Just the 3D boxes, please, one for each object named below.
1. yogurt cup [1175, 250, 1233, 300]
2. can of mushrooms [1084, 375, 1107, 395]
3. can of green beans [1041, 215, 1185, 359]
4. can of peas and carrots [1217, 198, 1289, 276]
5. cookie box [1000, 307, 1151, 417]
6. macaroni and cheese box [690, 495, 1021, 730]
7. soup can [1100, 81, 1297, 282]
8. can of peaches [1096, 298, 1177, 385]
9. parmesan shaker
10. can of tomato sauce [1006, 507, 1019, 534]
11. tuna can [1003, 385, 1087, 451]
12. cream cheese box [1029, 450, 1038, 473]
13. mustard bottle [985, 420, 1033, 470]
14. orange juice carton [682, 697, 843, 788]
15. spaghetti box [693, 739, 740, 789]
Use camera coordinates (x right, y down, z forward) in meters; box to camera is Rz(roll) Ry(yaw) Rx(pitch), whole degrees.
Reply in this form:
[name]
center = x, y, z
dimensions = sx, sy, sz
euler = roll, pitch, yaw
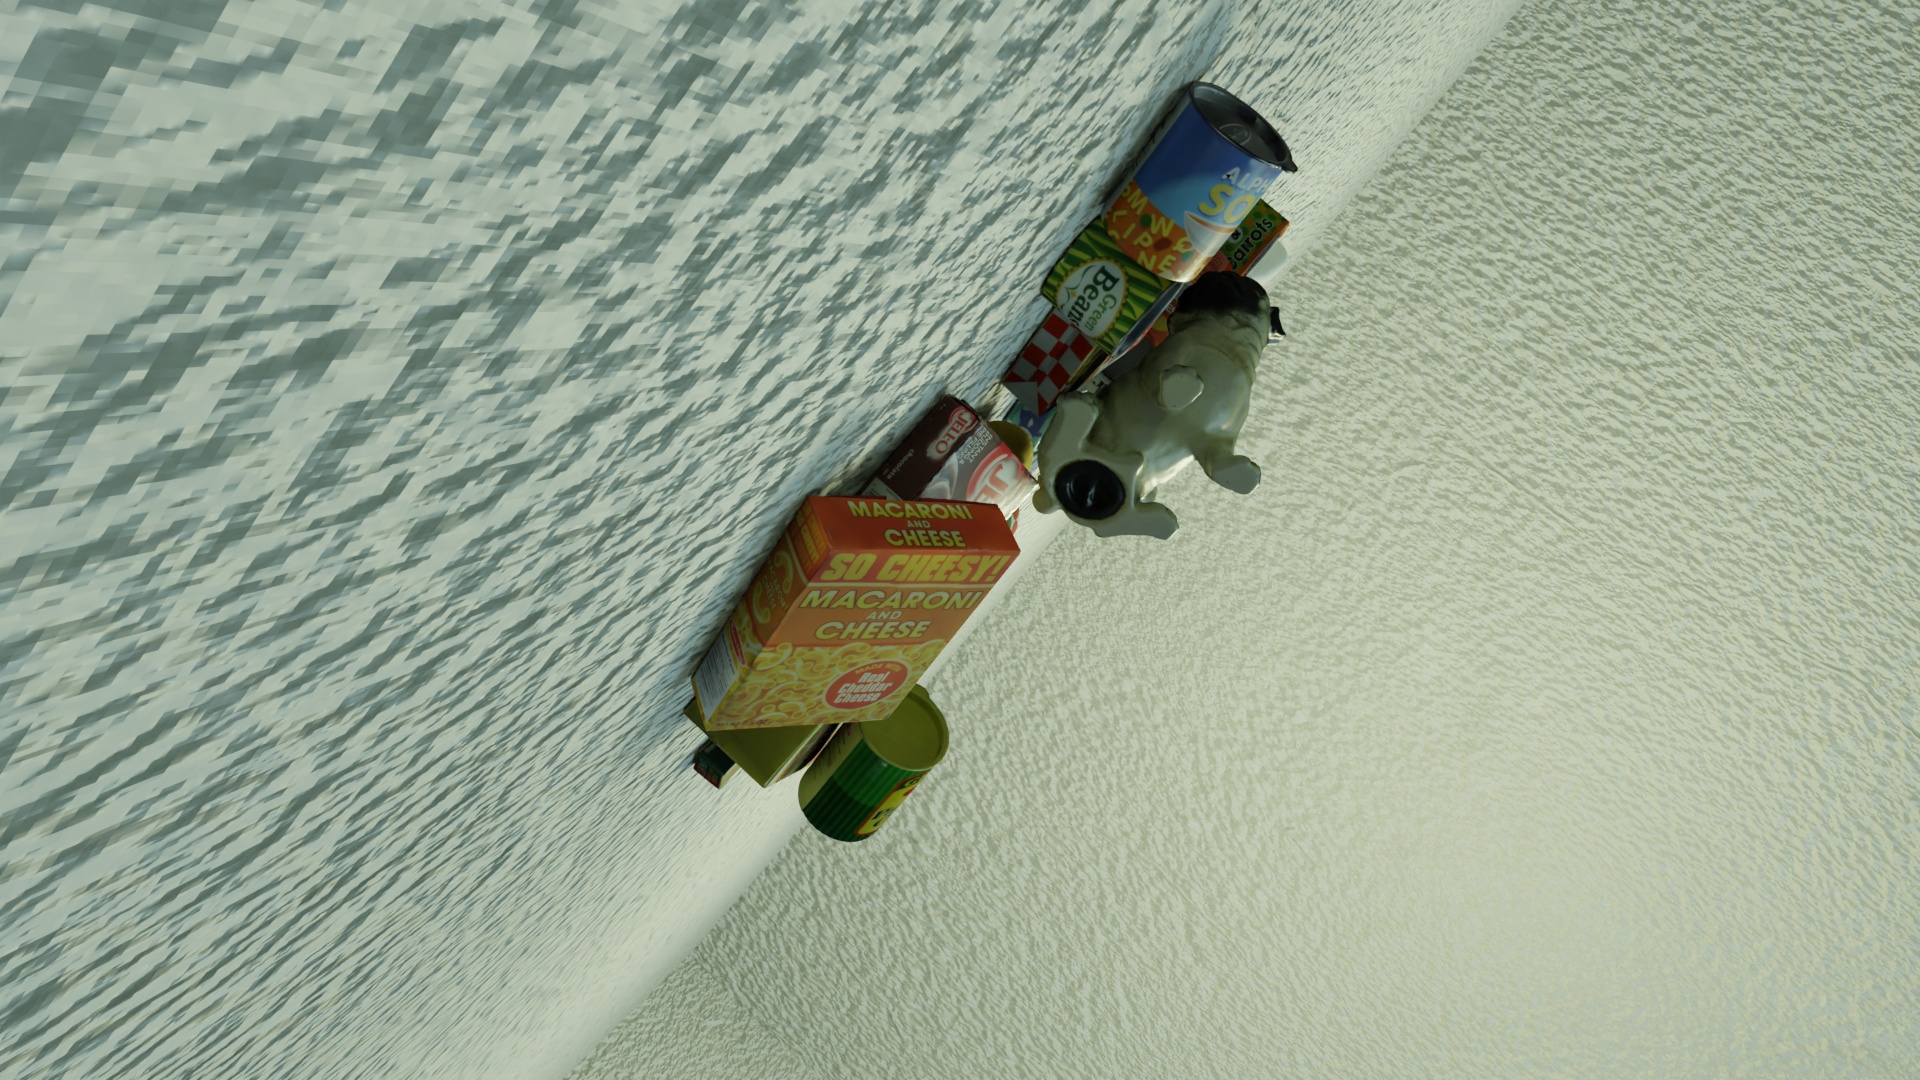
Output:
[yogurt cup]
center = 0.186, -0.207, 1.129
dimensions = 0.054, 0.072, 0.072
euler = -54, 178, -24
[can of mushrooms]
center = 0.111, -0.139, 1.178
dimensions = 0.071, 0.033, 0.071
euler = -48, 175, -6
[can of green beans]
center = 0.089, -0.148, 0.802
dimensions = 0.071, 0.058, 0.071
euler = -48, 175, -6
[can of peas and carrots]
center = 0.227, -0.254, 1.142
dimensions = 0.071, 0.059, 0.071
euler = -48, 174, -6
[cookie box]
center = 0.108, -0.164, 0.942
dimensions = 0.168, 0.040, 0.122
euler = -40, 171, -50
[macaroni and cheese box]
center = -0.061, 0.042, 0.771
dimensions = 0.124, 0.040, 0.165
euler = 2, 140, -37
[soup can]
center = 0.126, -0.188, 0.741
dimensions = 0.083, 0.071, 0.072
euler = -52, 173, 36
[can of peaches]
center = 0.139, -0.159, 1.089
dimensions = 0.058, 0.071, 0.071
euler = -42, 172, -44
[parmesan shaker]
center = -0.059, 0.149, 0.936
dimensions = 0.072, 0.071, 0.102
euler = -42, 171, -49
[can of tomato sauce]
center = 0.004, -0.013, 1.041
dimensions = 0.071, 0.071, 0.083
euler = -50, 175, 17
[tuna can]
center = 0.064, -0.101, 1.079
dimensions = 0.071, 0.033, 0.071
euler = -48, 174, -6
[cream cheese box]
center = 0.050, -0.069, 1.249
dimensions = 0.053, 0.024, 0.104
euler = -52, 174, 25
[mustard bottle]
center = 0.017, -0.052, 0.965
dimensions = 0.065, 0.049, 0.161
euler = -51, 174, 26
[orange juice carton]
center = -0.115, 0.109, 0.946
dimensions = 0.073, 0.072, 0.192
euler = -48, 174, 0
[spaghetti box]
center = -0.113, 0.095, 1.103
dimensions = 0.251, 0.029, 0.050
euler = -45, 175, -25
